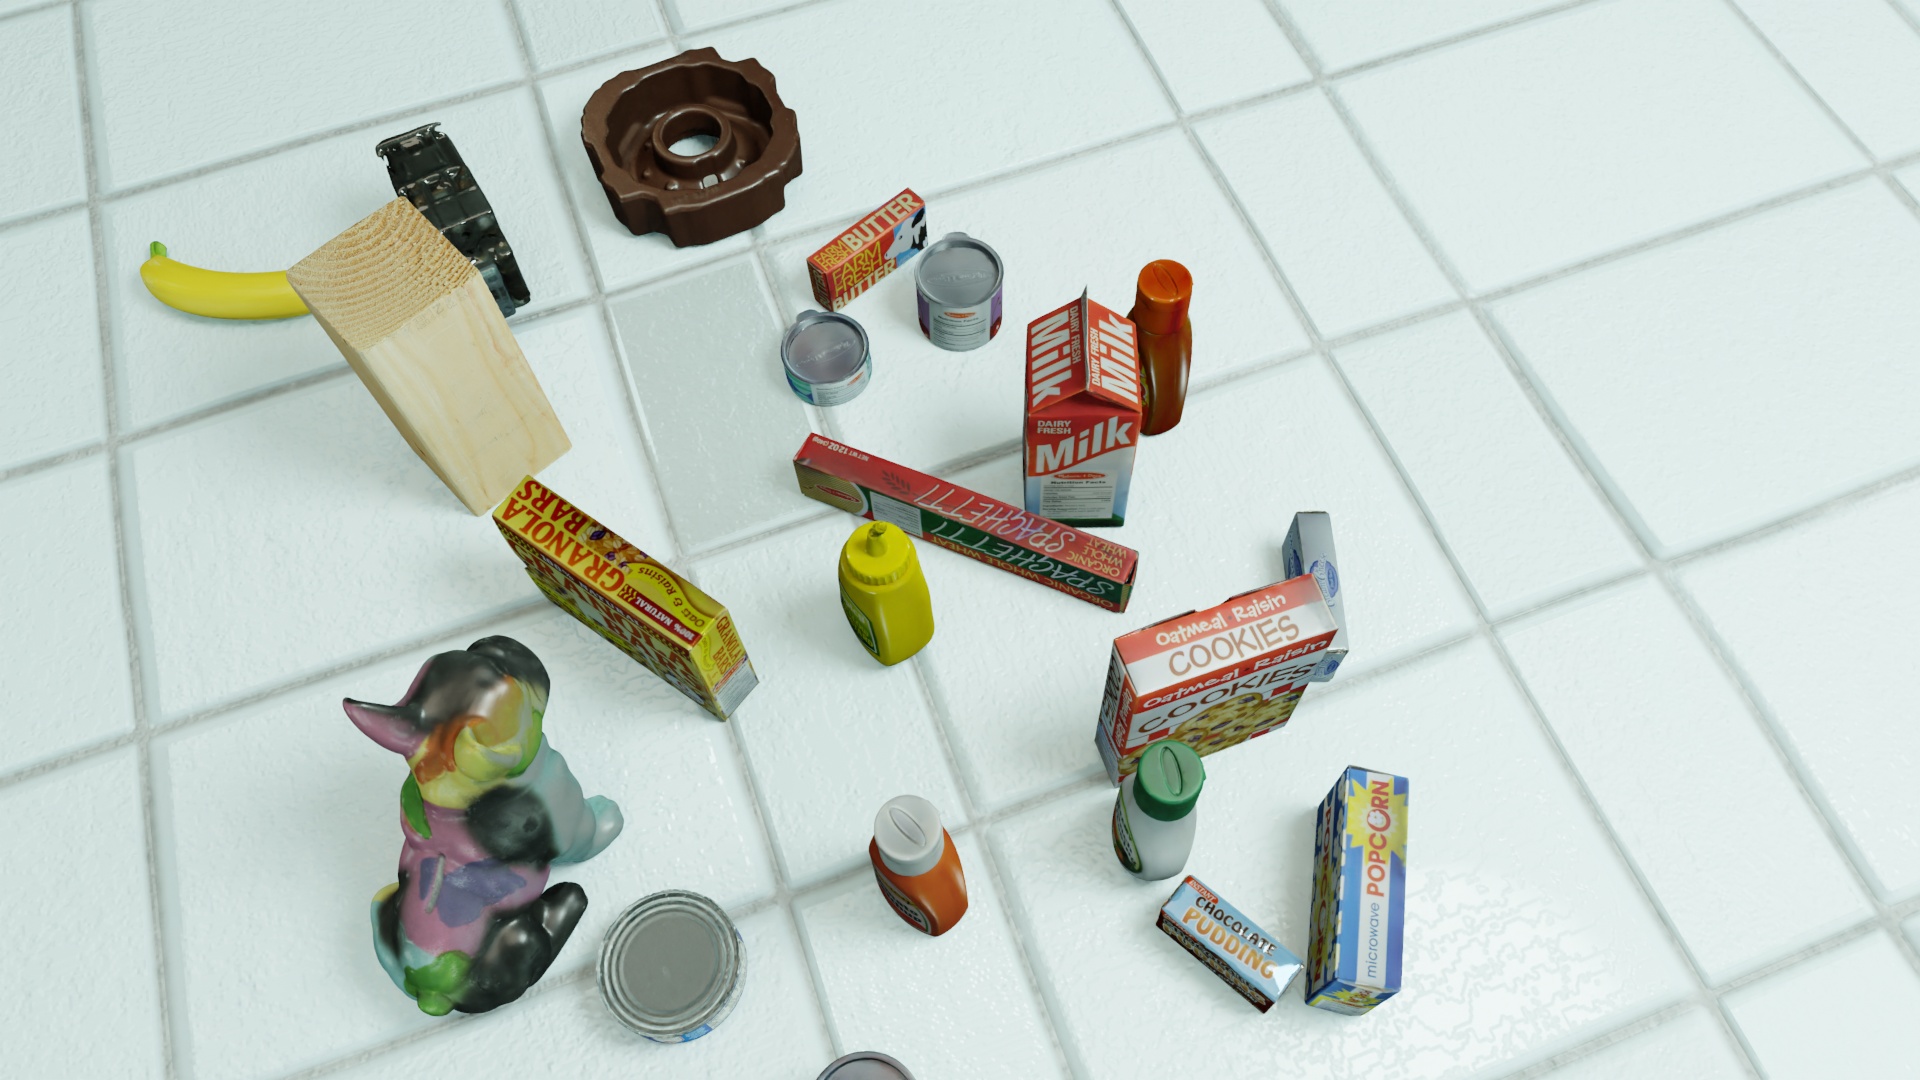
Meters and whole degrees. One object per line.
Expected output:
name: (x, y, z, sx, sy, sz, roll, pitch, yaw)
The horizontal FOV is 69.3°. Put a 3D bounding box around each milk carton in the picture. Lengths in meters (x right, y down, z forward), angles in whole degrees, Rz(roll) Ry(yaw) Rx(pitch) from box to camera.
milk carton: (0.079, -0.083, 0.918, 0.073, 0.189, 0.072, -1, 63, 1)

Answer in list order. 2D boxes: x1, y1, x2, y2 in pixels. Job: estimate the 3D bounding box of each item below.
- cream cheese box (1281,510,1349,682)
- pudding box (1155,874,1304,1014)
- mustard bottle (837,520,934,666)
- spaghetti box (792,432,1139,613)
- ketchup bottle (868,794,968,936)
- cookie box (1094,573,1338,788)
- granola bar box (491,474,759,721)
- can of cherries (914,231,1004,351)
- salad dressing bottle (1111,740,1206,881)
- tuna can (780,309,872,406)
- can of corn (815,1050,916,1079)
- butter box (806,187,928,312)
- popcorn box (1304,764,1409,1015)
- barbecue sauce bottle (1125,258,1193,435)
cream cheese box: (0.236, 0.038, 0.927, 0.024, 0.053, 0.104, -1, 62, 1)
pudding box: (0.159, 0.239, 0.825, 0.084, 0.049, 0.030, 37, 69, 19)
mustard bottle: (-0.050, 0.026, 0.881, 0.049, 0.159, 0.065, -33, 66, -14)
spaghetti box: (0.003, -0.012, 0.962, 0.250, 0.050, 0.029, 20, 65, 12)
ketchup bottle: (-0.026, 0.185, 0.803, 0.044, 0.148, 0.065, -42, 69, -18)
cookie box: (0.148, 0.088, 0.839, 0.123, 0.166, 0.040, -18, 64, -8)
granola bar box: (-0.214, 0.040, 0.898, 0.166, 0.123, 0.039, 32, 68, 17)
can of cherries: (0.000, -0.188, 1.050, 0.071, 0.058, 0.072, -1, 62, 1)
salad dressing bottle: (0.116, 0.157, 0.814, 0.044, 0.147, 0.064, -9, 63, -3)
tuna can: (-0.101, -0.137, 1.040, 0.071, 0.032, 0.071, -1, 62, 1)
can of corn: (-0.053, 0.327, 0.779, 0.071, 0.058, 0.071, -1, 62, 1)
butter box: (-0.070, -0.223, 1.074, 0.104, 0.053, 0.024, -39, 68, -17)
popcorn box: (0.233, 0.208, 0.820, 0.038, 0.085, 0.127, 9, 63, 6)
barbecue sauce bottle: (0.136, -0.136, 0.968, 0.044, 0.148, 0.065, -23, 64, -10)
